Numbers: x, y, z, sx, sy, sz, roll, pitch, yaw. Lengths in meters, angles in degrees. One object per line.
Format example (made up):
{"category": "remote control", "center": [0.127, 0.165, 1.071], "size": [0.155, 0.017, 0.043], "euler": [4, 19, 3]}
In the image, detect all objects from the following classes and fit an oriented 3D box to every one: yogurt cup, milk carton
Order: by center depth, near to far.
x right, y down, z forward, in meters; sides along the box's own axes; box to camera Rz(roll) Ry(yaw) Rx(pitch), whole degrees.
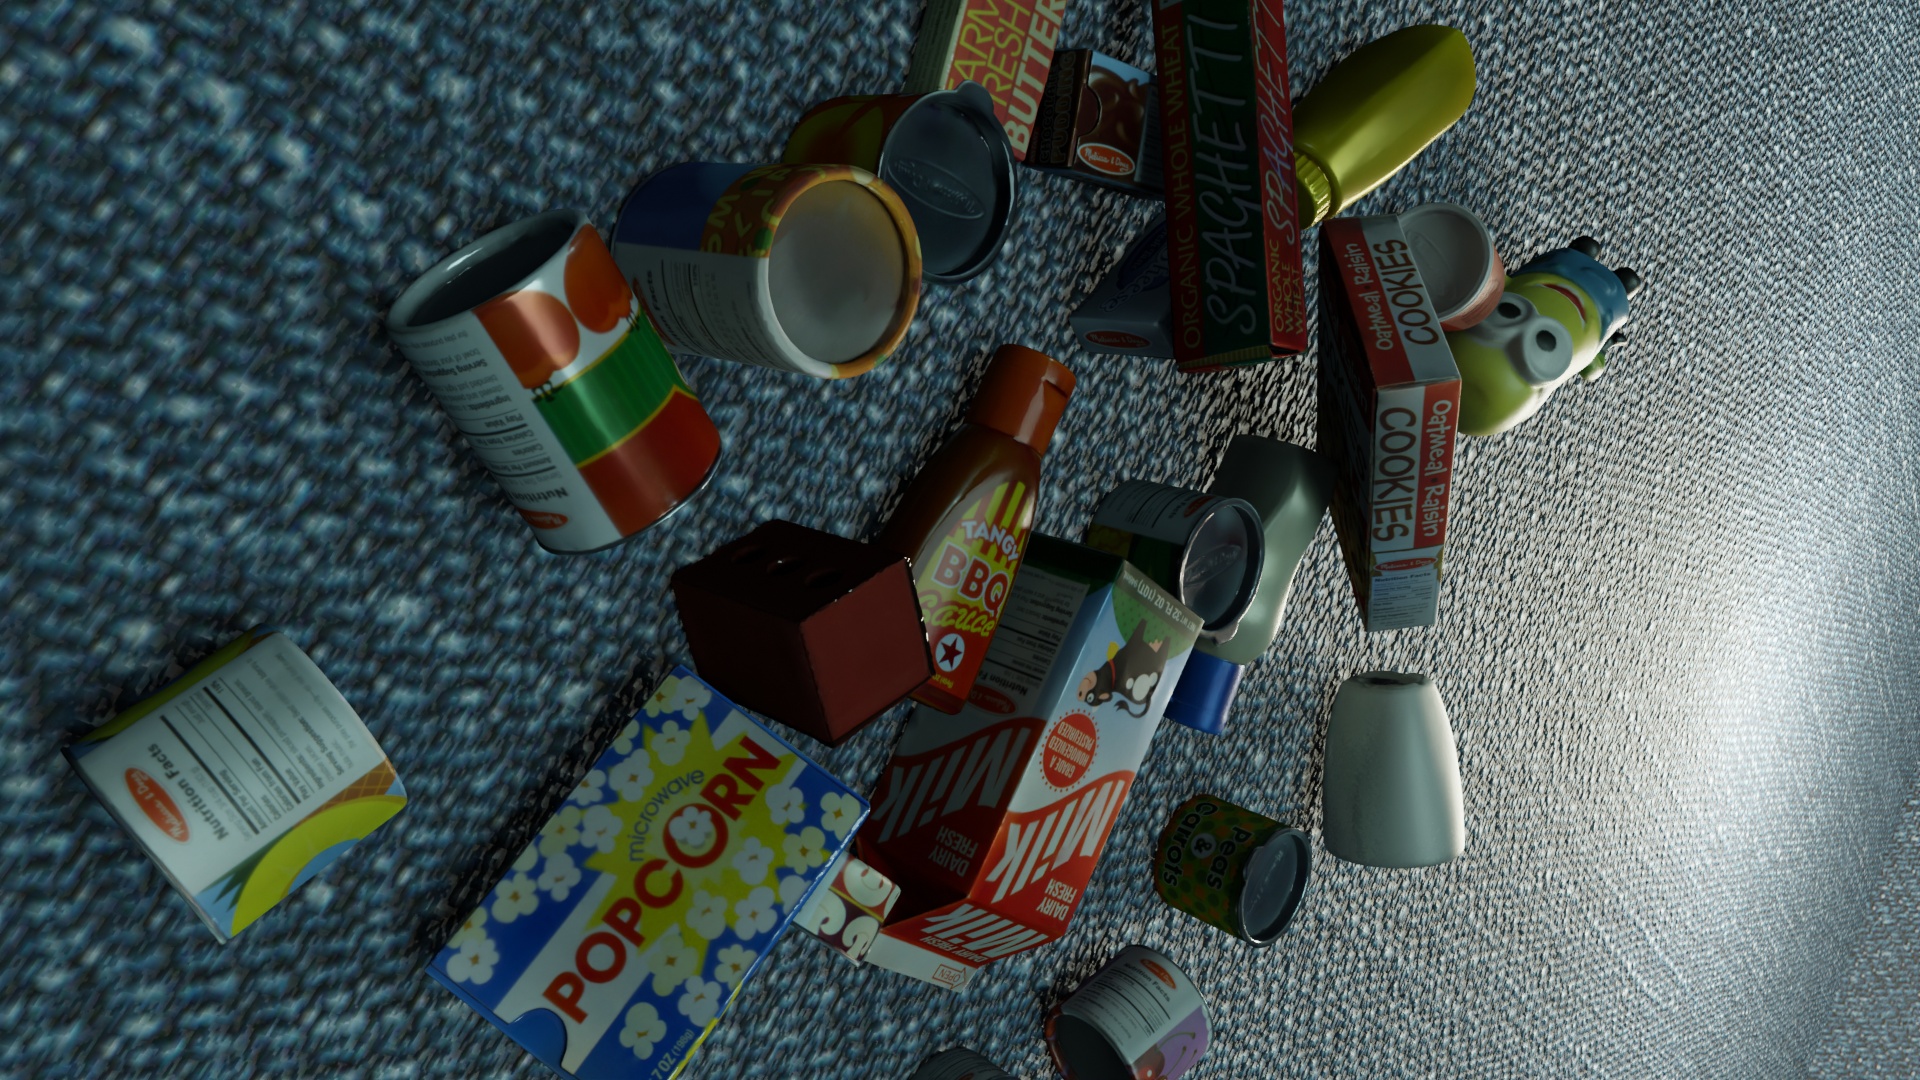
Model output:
{"category": "milk carton", "center": [0.022, 0.098, 0.594], "size": [0.072, 0.073, 0.191], "euler": [36, 76, -44]}
{"category": "yogurt cup", "center": [0.270, -0.149, 0.778], "size": [0.054, 0.072, 0.072], "euler": [10, 94, -54]}

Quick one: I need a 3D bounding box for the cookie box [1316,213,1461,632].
{"category": "cookie box", "center": [0.204, -0.055, 0.680], "size": [0.166, 0.040, 0.123], "euler": [75, 10, -46]}

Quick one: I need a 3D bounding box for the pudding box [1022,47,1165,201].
{"category": "pudding box", "center": [0.068, -0.176, 0.594], "size": [0.084, 0.030, 0.049], "euler": [0, 102, -44]}

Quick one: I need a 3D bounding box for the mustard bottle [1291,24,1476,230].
{"category": "mustard bottle", "center": [0.189, -0.197, 0.688], "size": [0.161, 0.065, 0.048], "euler": [-43, 122, -20]}

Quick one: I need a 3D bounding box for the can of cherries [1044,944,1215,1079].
{"category": "can of cherries", "center": [0.085, 0.251, 0.702], "size": [0.058, 0.071, 0.071], "euler": [-27, 119, -37]}

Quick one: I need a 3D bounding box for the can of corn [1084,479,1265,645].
{"category": "can of corn", "center": [0.101, 0.010, 0.657], "size": [0.071, 0.058, 0.071], "euler": [-14, 111, -42]}

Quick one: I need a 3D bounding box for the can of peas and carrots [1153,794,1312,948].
{"category": "can of peas and carrots", "center": [0.145, 0.175, 0.746], "size": [0.071, 0.059, 0.070], "euler": [-13, 110, -41]}

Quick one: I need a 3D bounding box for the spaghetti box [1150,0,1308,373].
{"category": "spaghetti box", "center": [0.106, -0.194, 0.569], "size": [0.029, 0.050, 0.250], "euler": [-1, 87, -44]}

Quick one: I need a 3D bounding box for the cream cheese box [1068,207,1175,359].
{"category": "cream cheese box", "center": [0.100, -0.123, 0.624], "size": [0.104, 0.053, 0.024], "euler": [-50, 129, -23]}

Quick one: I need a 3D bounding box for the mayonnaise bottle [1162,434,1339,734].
{"category": "mayonnaise bottle", "center": [0.139, 0.022, 0.697], "size": [0.041, 0.065, 0.148], "euler": [19, 92, -27]}

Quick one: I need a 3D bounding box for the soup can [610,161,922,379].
{"category": "soup can", "center": [-0.062, -0.091, 0.452], "size": [0.071, 0.084, 0.071], "euler": [-14, 110, -42]}

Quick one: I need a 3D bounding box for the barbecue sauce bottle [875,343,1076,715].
{"category": "barbecue sauce bottle", "center": [0.002, -0.007, 0.566], "size": [0.065, 0.043, 0.148], "euler": [32, 78, -44]}

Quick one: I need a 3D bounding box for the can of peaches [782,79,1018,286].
{"category": "can of peaches", "center": [-0.022, -0.129, 0.499], "size": [0.071, 0.058, 0.071], "euler": [-13, 110, -41]}

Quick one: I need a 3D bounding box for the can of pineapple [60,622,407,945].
{"category": "can of pineapple", "center": [-0.195, 0.065, 0.378], "size": [0.058, 0.071, 0.070], "euler": [-40, 126, -30]}

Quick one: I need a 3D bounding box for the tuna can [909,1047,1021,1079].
{"category": "tuna can", "center": [0.000, 0.277, 0.649], "size": [0.071, 0.033, 0.071], "euler": [-14, 111, -41]}

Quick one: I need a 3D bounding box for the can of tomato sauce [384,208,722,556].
{"category": "can of tomato sauce", "center": [-0.120, -0.049, 0.420], "size": [0.071, 0.071, 0.082], "euler": [-45, 128, -26]}

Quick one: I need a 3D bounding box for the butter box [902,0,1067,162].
{"category": "butter box", "center": [0.013, -0.204, 0.537], "size": [0.053, 0.024, 0.103], "euler": [14, 91, -45]}

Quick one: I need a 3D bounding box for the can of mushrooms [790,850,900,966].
{"category": "can of mushrooms", "center": [-0.058, 0.131, 0.530], "size": [0.071, 0.071, 0.033], "euler": [46, 68, -42]}

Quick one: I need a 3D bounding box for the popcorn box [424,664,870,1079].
{"category": "popcorn box", "center": [-0.101, 0.117, 0.469], "size": [0.127, 0.085, 0.038], "euler": [-53, 176, -21]}
